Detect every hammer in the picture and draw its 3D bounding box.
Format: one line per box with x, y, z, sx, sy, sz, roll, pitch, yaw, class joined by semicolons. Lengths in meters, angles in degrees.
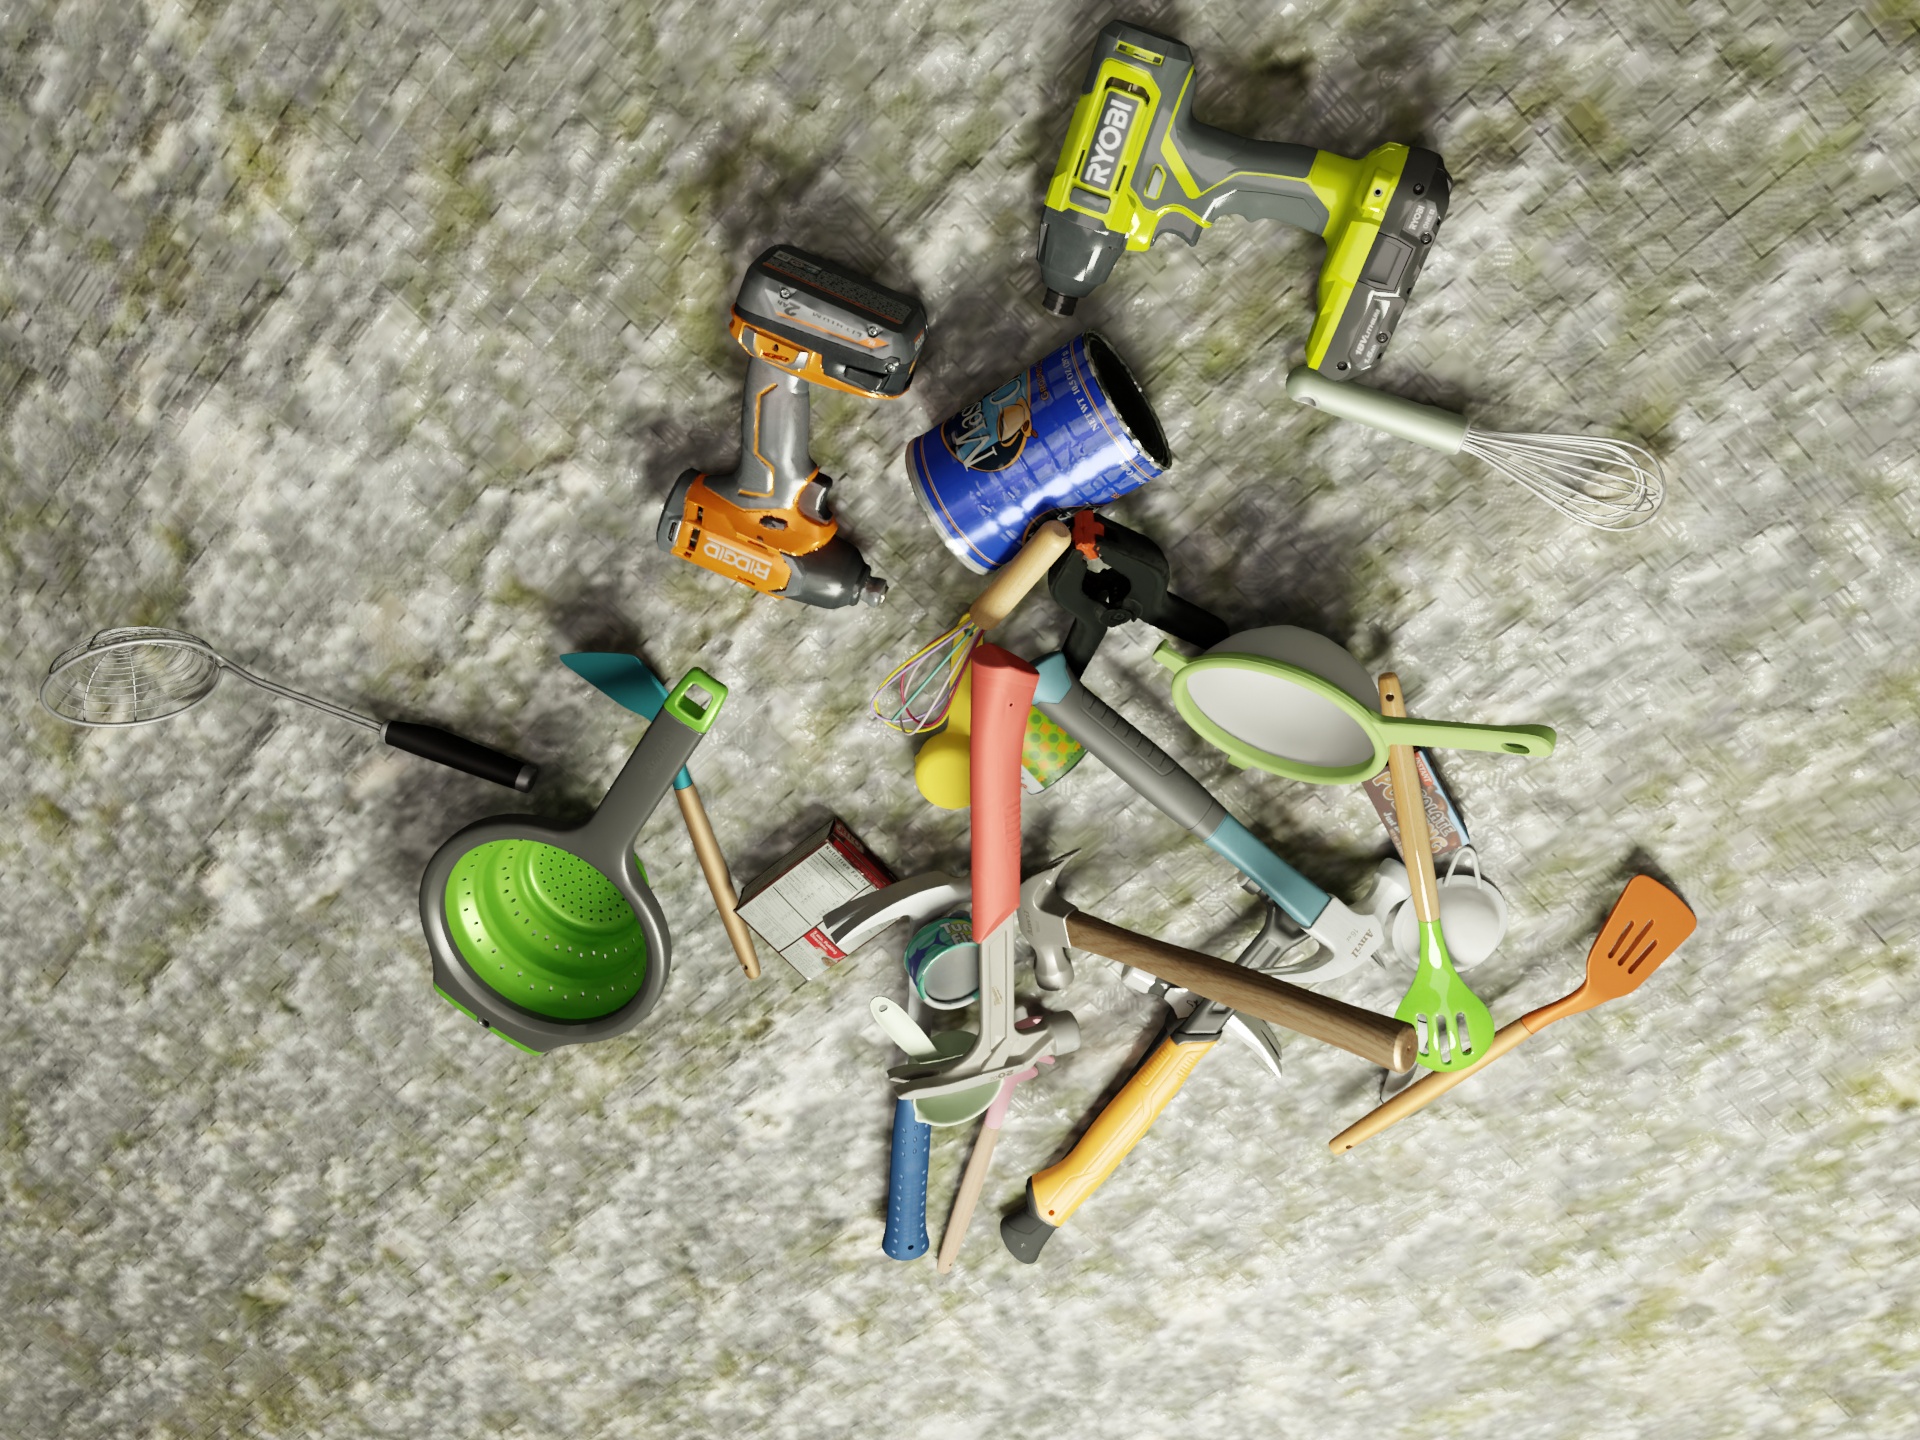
0.168;0.063;1.114;0.331;0.033;0.128;39;82;-11;hammer
0.128;0.336;1.302;0.146;0.035;0.334;29;118;-3;hammer
0.170;0.260;1.204;0.127;0.034;0.337;37;101;-6;hammer
-0.042;0.291;1.292;0.144;0.035;0.405;-8;124;-20;hammer
0.016;0.113;1.116;0.149;0.037;0.358;-12;122;-17;hammer
0.166;0.175;1.116;0.331;0.031;0.130;14;129;43;hammer

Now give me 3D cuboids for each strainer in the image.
0.263;-0.018;1.034;0.256;0.069;0.151;6;151;39;strainer
0.352;0.213;1.194;0.087;0.050;0.258;4;121;-7;strainer

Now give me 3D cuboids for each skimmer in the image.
-0.517;0.013;1.238;0.363;0.090;0.127;20;151;-2;skimmer

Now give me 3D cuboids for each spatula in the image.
-0.215;0.078;1.236;0.082;0.044;0.317;1;120;34;spatula
0.398;0.232;1.181;0.081;0.041;0.322;34;119;-27;spatula

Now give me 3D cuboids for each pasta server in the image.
0.025;0.362;1.335;0.040;0.060;0.316;41;129;36;pasta server

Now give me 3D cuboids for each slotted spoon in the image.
0.321;0.115;1.112;0.070;0.031;0.313;-8;108;19;slotted spoon

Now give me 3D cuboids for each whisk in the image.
0.323;-0.178;1.002;0.246;0.057;0.059;20;84;4;whisk
0.008;-0.057;1.074;0.047;0.051;0.245;50;138;6;whisk

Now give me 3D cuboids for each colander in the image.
-0.269;0.091;1.219;0.204;0.094;0.397;35;120;-5;colander

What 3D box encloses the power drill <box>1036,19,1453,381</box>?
0.162;-0.297;0.955;0.223;0.080;0.171;22;118;4;power drill

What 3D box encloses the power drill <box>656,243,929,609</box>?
-0.099;-0.181;1.064;0.164;0.084;0.226;23;123;-1;power drill

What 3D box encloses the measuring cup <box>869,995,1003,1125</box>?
-0.029;0.250;1.225;0.083;0.038;0.167;-36;127;1;measuring cup

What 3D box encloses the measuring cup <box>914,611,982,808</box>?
-0.002;-0.004;1.159;0.062;0.029;0.156;10;119;6;measuring cup
